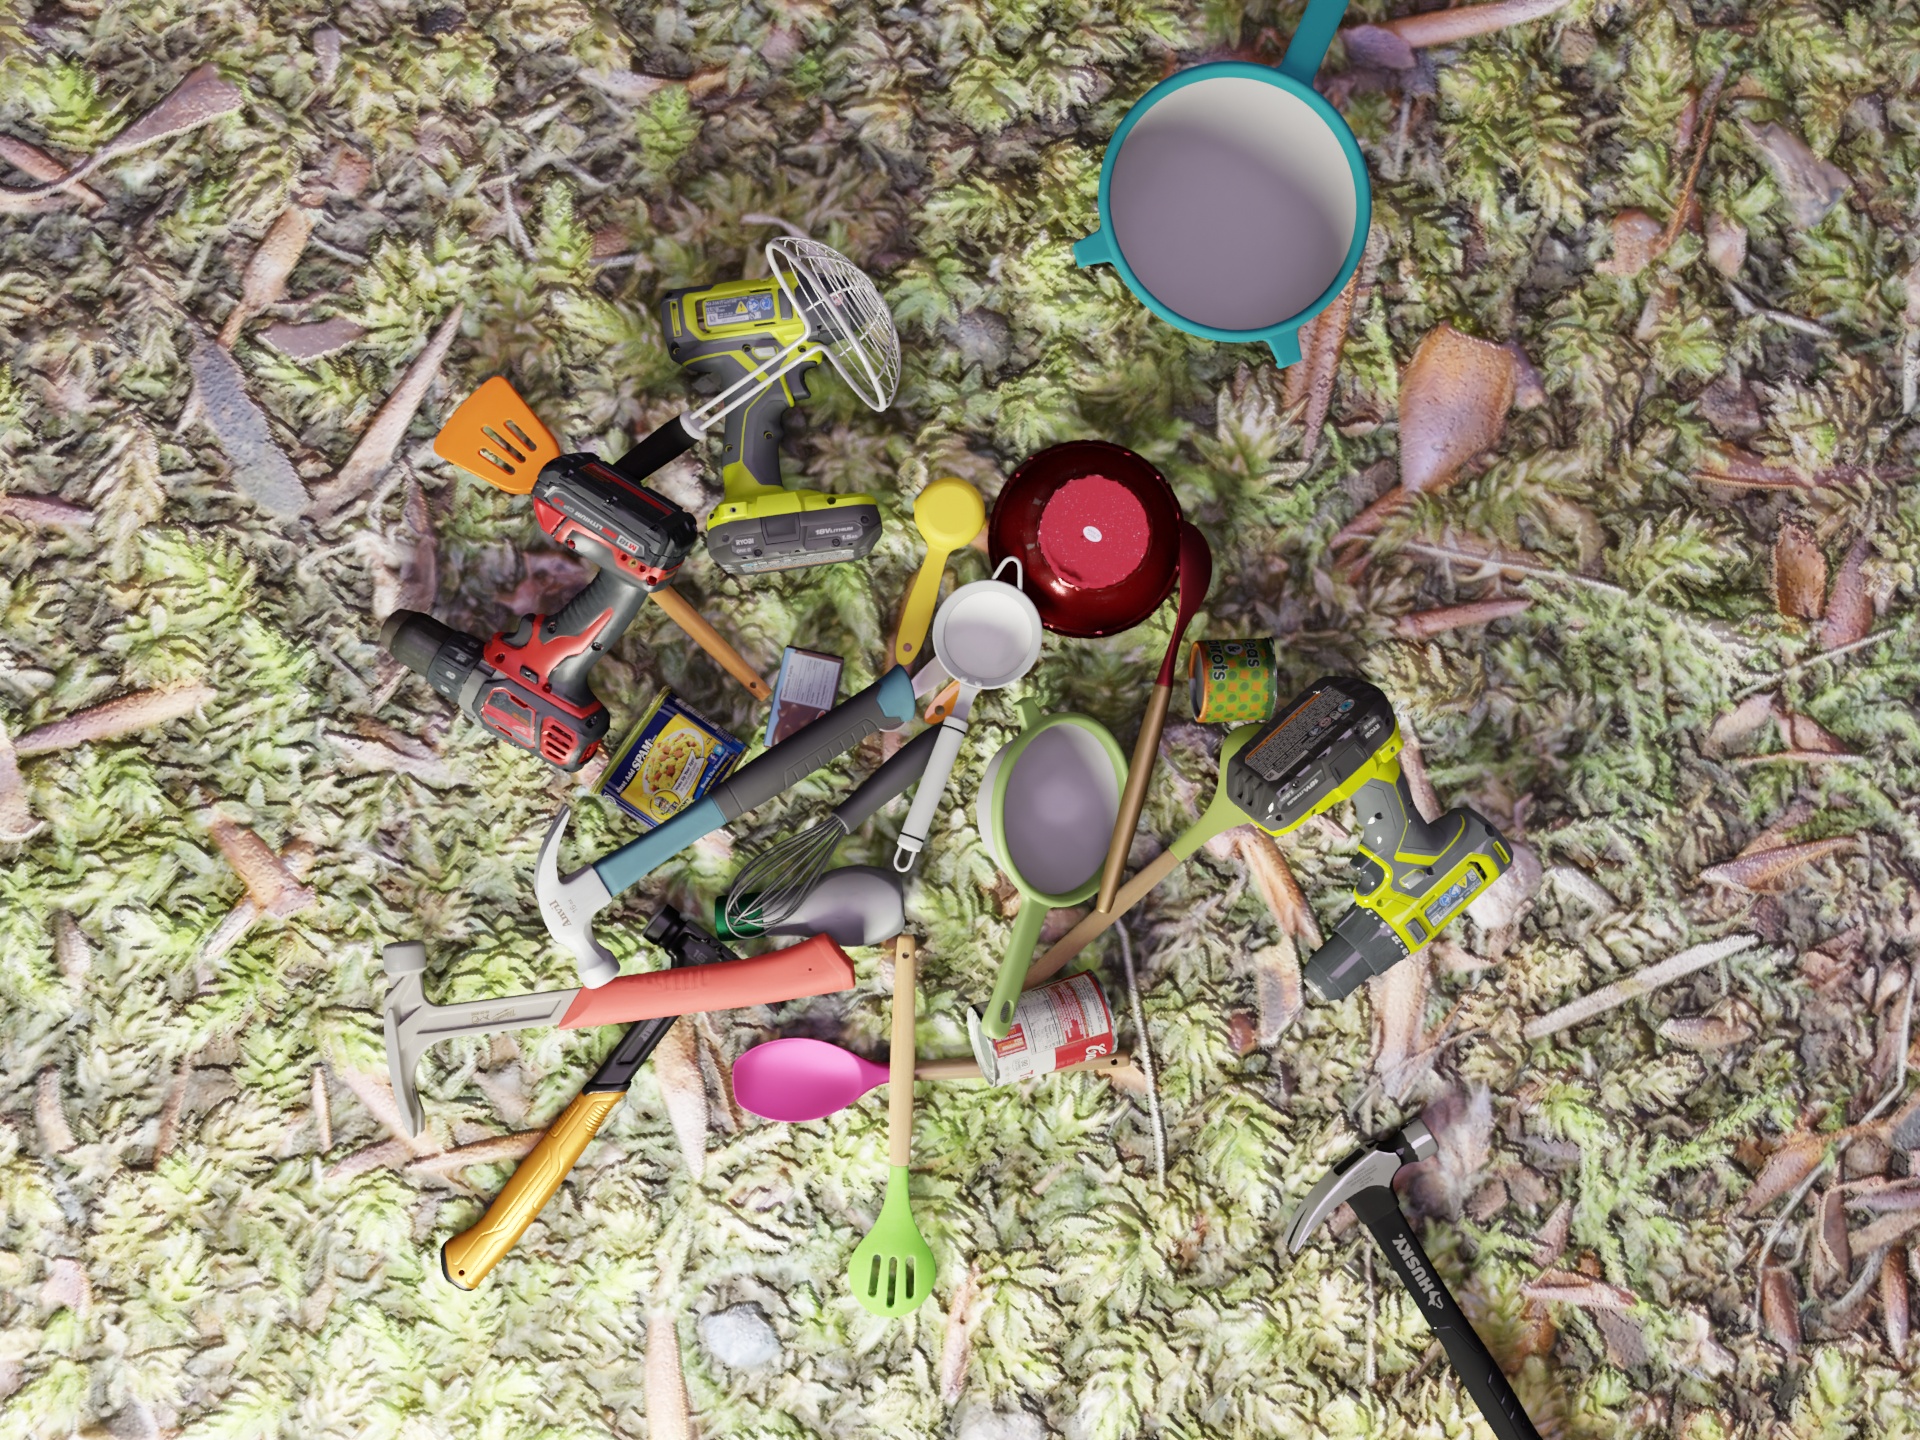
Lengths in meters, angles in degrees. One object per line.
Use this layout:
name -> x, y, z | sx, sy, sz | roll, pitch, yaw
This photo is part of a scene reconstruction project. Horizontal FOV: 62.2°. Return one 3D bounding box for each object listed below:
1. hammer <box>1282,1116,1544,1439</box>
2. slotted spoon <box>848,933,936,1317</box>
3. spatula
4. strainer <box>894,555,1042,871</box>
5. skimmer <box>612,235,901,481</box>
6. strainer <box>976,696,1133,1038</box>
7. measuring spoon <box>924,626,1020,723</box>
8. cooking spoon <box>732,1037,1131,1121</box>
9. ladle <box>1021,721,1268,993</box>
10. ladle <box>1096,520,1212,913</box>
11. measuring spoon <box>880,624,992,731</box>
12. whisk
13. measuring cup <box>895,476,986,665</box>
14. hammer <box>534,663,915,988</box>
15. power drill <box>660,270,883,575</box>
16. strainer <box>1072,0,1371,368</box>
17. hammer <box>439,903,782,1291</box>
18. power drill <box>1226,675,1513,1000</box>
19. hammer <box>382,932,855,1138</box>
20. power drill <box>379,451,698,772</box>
hammer -> 0.395, 0.499, 1.286 | 0.146, 0.035, 0.335 | -32, 92, -3
slotted spoon -> -0.049, 0.324, 1.255 | 0.070, 0.031, 0.314 | 2, 94, -2
spatula -> -0.269, -0.131, 1.249 | 0.322, 0.041, 0.081 | 45, 97, -3
strainer -> -0.002, -0.004, 1.242 | 0.087, 0.050, 0.258 | 20, 83, 10
skimmer -> -0.171, -0.220, 1.115 | 0.127, 0.363, 0.090 | 55, 46, -14
strainer -> 0.047, 0.116, 1.233 | 0.151, 0.069, 0.256 | 27, 76, -39
measuring spoon -> 0.017, -0.036, 1.279 | 0.117, 0.011, 0.021 | -40, 77, 1
cooking spoon -> -0.022, 0.280, 1.274 | 0.319, 0.017, 0.069 | -3, 95, -2
ladle -> 0.150, 0.122, 1.276 | 0.320, 0.062, 0.078 | -42, 99, 5
ladle -> 0.151, -0.002, 1.247 | 0.031, 0.069, 0.315 | 14, 86, 17
measuring spoon -> -0.024, -0.036, 1.277 | 0.124, 0.018, 0.034 | -39, 95, -9
whisk -> -0.091, 0.081, 1.236 | 0.239, 0.055, 0.055 | -41, 92, -19
measuring cup -> -0.023, -0.119, 1.265 | 0.062, 0.029, 0.156 | 17, 88, -3
hammer -> -0.172, 0.060, 1.207 | 0.331, 0.033, 0.128 | -33, 106, -15
power drill -> -0.133, -0.235, 1.239 | 0.171, 0.080, 0.223 | -8, 88, -2
strainer -> 0.231, -0.451, 1.245 | 0.211, 0.095, 0.340 | 25, 87, -5
hammer -> -0.287, 0.313, 1.255 | 0.127, 0.034, 0.337 | 38, 89, -1
power drill -> 0.305, 0.097, 1.230 | 0.190, 0.080, 0.228 | -41, 117, -2
hammer -> -0.259, 0.223, 1.221 | 0.359, 0.037, 0.149 | -7, 90, -1
power drill -> -0.323, -0.091, 1.210 | 0.188, 0.080, 0.226 | 31, 108, -2
